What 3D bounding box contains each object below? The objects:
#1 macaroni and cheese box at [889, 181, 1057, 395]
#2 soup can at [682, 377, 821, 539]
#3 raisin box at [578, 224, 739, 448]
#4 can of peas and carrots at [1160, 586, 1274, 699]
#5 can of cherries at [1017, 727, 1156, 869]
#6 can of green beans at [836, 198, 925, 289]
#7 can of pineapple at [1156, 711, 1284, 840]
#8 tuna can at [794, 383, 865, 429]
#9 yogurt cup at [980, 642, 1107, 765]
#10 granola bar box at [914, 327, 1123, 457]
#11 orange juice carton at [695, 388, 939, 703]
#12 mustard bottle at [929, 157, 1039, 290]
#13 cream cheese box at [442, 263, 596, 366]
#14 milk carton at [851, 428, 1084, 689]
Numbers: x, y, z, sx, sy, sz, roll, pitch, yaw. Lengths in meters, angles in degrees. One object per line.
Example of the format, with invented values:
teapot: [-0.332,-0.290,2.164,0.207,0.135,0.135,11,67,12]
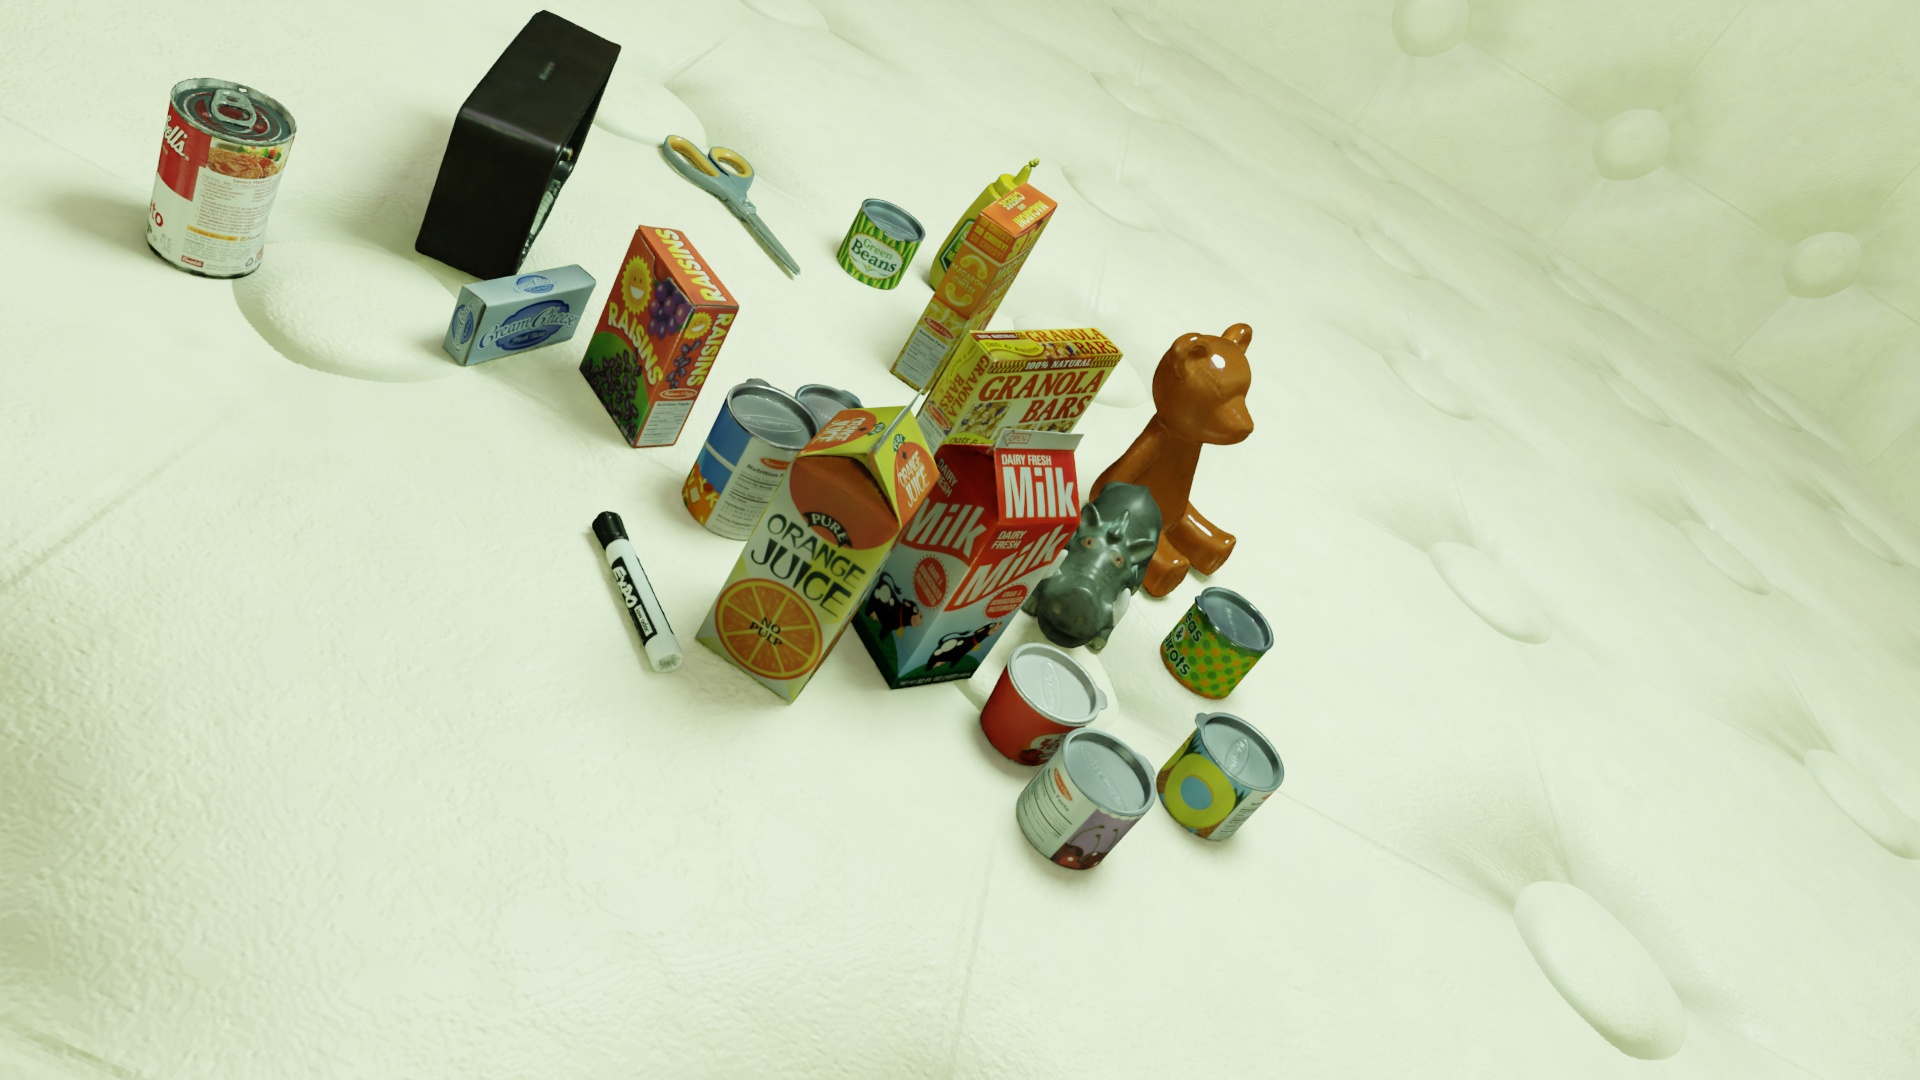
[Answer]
macaroni and cheese box: [0.014,-0.217,1.192,0.040,0.165,0.124,35,32,2]
soup can: [-0.140,-0.054,0.920,0.071,0.083,0.072,23,34,-16]
raisin box: [-0.205,-0.136,0.936,0.040,0.122,0.086,-6,49,-45]
can of peas and carrots: [0.193,0.078,1.058,0.071,0.058,0.071,23,34,-16]
can of cherries: [0.079,0.159,0.851,0.071,0.058,0.072,23,34,-16]
can of green beans: [-0.075,-0.276,1.296,0.071,0.057,0.071,23,34,-16]
can of pineapple: [0.173,0.157,0.935,0.071,0.057,0.071,23,34,-16]
tuna can: [-0.100,-0.086,1.045,0.071,0.032,0.071,23,34,-16]
yogurt cup: [0.049,0.108,0.897,0.072,0.053,0.073,23,34,-16]
granola bar box: [0.041,-0.112,1.116,0.166,0.123,0.039,-11,53,-48]
orange juice carton: [-0.075,-0.004,0.808,0.073,0.191,0.072,34,32,0]
mustard bottle: [0.029,-0.297,1.318,0.065,0.159,0.049,38,32,7]
cream cheese box: [-0.298,-0.154,0.944,0.024,0.053,0.104,41,33,12]
milk carton: [0.007,0.003,0.873,0.072,0.189,0.074,-1,46,-42]
